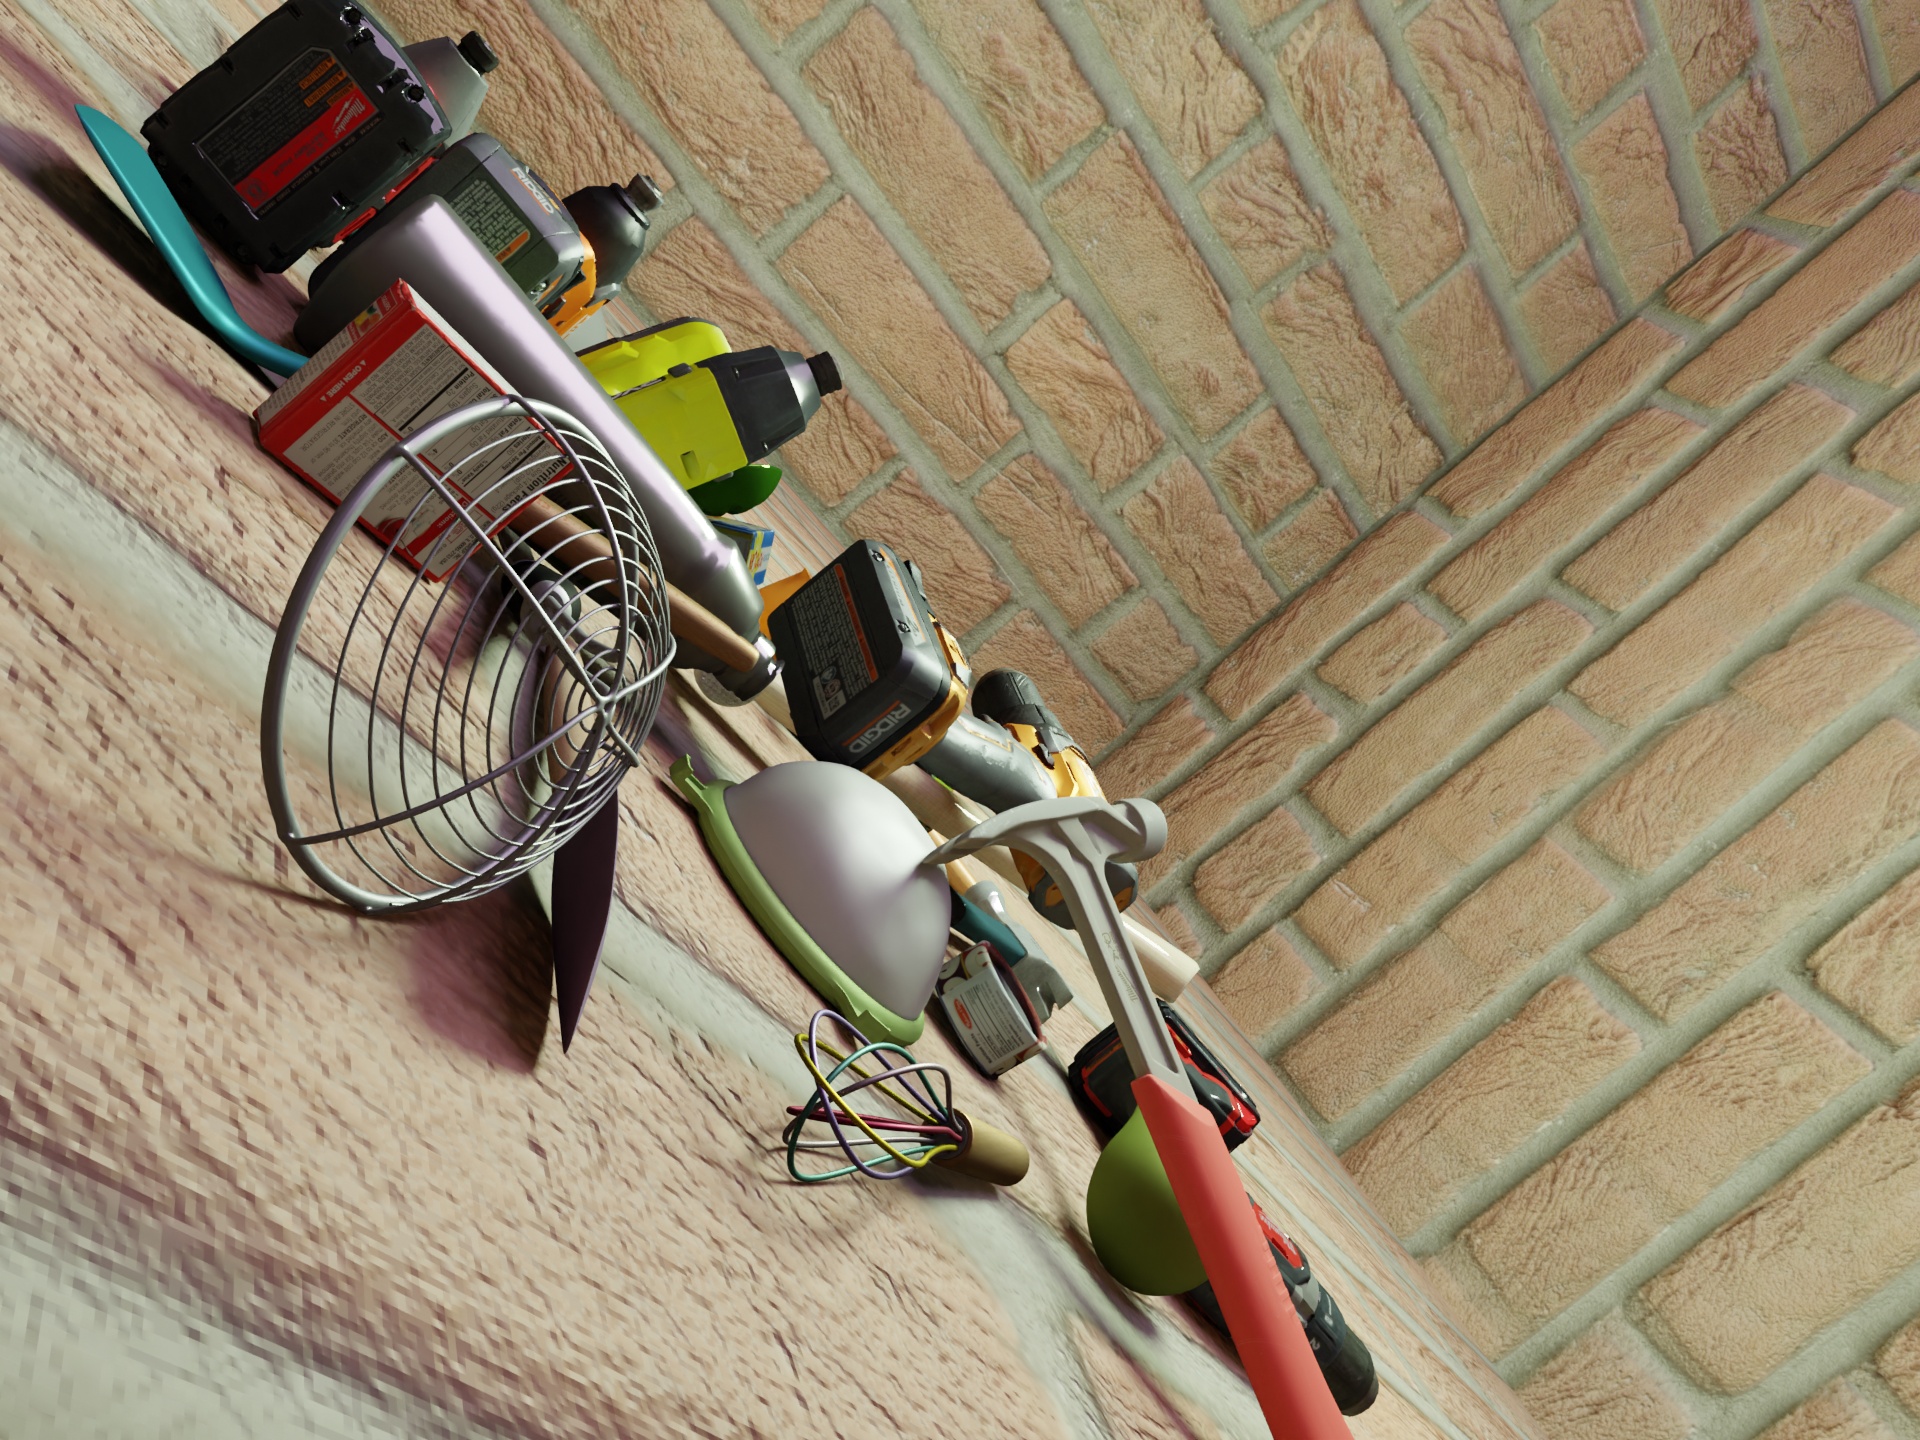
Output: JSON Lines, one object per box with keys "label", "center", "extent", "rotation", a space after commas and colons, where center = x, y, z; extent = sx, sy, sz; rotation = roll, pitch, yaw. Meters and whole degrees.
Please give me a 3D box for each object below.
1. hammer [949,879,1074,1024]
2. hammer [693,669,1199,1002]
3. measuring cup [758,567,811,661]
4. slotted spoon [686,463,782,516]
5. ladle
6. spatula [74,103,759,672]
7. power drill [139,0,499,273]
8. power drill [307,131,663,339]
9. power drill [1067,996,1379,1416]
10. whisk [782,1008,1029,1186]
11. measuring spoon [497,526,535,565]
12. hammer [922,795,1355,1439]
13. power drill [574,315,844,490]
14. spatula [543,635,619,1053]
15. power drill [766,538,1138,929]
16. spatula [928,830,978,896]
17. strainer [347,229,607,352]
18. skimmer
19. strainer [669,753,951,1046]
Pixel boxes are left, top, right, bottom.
{"label": "hammer", "center": [-0.014, 0.109, 0.978], "extent": [0.128, 0.033, 0.330], "rotation": [51, 4, 32]}
{"label": "hammer", "center": [-0.006, 0.056, 0.962], "extent": [0.410, 0.038, 0.146], "rotation": [37, 2, -26]}
{"label": "measuring cup", "center": [-0.104, -0.038, 1.068], "extent": [0.174, 0.052, 0.095], "rotation": [-124, -165, -62]}
{"label": "slotted spoon", "center": [-0.189, -0.156, 1.031], "extent": [0.314, 0.070, 0.031], "rotation": [-157, -119, -63]}
{"label": "ladle", "center": [0.081, 0.160, 0.851], "extent": [0.078, 0.062, 0.320], "rotation": [24, 28, -22]}
{"label": "spatula", "center": [-0.204, -0.118, 0.631], "extent": [0.317, 0.044, 0.082], "rotation": [35, 2, -21]}
{"label": "power drill", "center": [-0.295, -0.289, 0.774], "extent": [0.078, 0.143, 0.220], "rotation": [52, 5, -20]}
{"label": "power drill", "center": [-0.234, -0.239, 0.836], "extent": [0.084, 0.164, 0.226], "rotation": [50, 6, -11]}
{"label": "power drill", "center": [0.154, 0.284, 0.932], "extent": [0.187, 0.080, 0.227], "rotation": [49, 7, -18]}
{"label": "whisk", "center": [-0.009, 0.150, 0.569], "extent": [0.047, 0.051, 0.244], "rotation": [15, -16, 21]}
{"label": "measuring spoon", "center": [-0.221, -0.096, 0.746], "extent": [0.034, 0.018, 0.124], "rotation": [35, 21, -56]}
{"label": "hammer", "center": [0.101, 0.202, 0.693], "extent": [0.149, 0.036, 0.359], "rotation": [-4, 68, -49]}
{"label": "power drill", "center": [-0.163, -0.166, 0.869], "extent": [0.223, 0.171, 0.080], "rotation": [-138, -155, -66]}
{"label": "spatula", "center": [-0.128, 0.014, 0.530], "extent": [0.018, 0.059, 0.316], "rotation": [15, 12, -19]}
{"label": "power drill", "center": [-0.001, -0.003, 0.862], "extent": [0.226, 0.084, 0.186], "rotation": [39, 20, -39]}
{"label": "spatula", "center": [-0.043, 0.048, 1.181], "extent": [0.323, 0.041, 0.081], "rotation": [52, 3, 10]}
{"label": "strainer", "center": [-0.322, -0.309, 0.994], "extent": [0.211, 0.095, 0.340], "rotation": [52, 3, 26]}
{"label": "skimmer", "center": [-0.155, -0.036, 0.502], "extent": [0.090, 0.127, 0.363], "rotation": [15, 5, -21]}
{"label": "strainer", "center": [-0.033, 0.078, 0.771], "extent": [0.152, 0.069, 0.256], "rotation": [51, 5, 17]}
